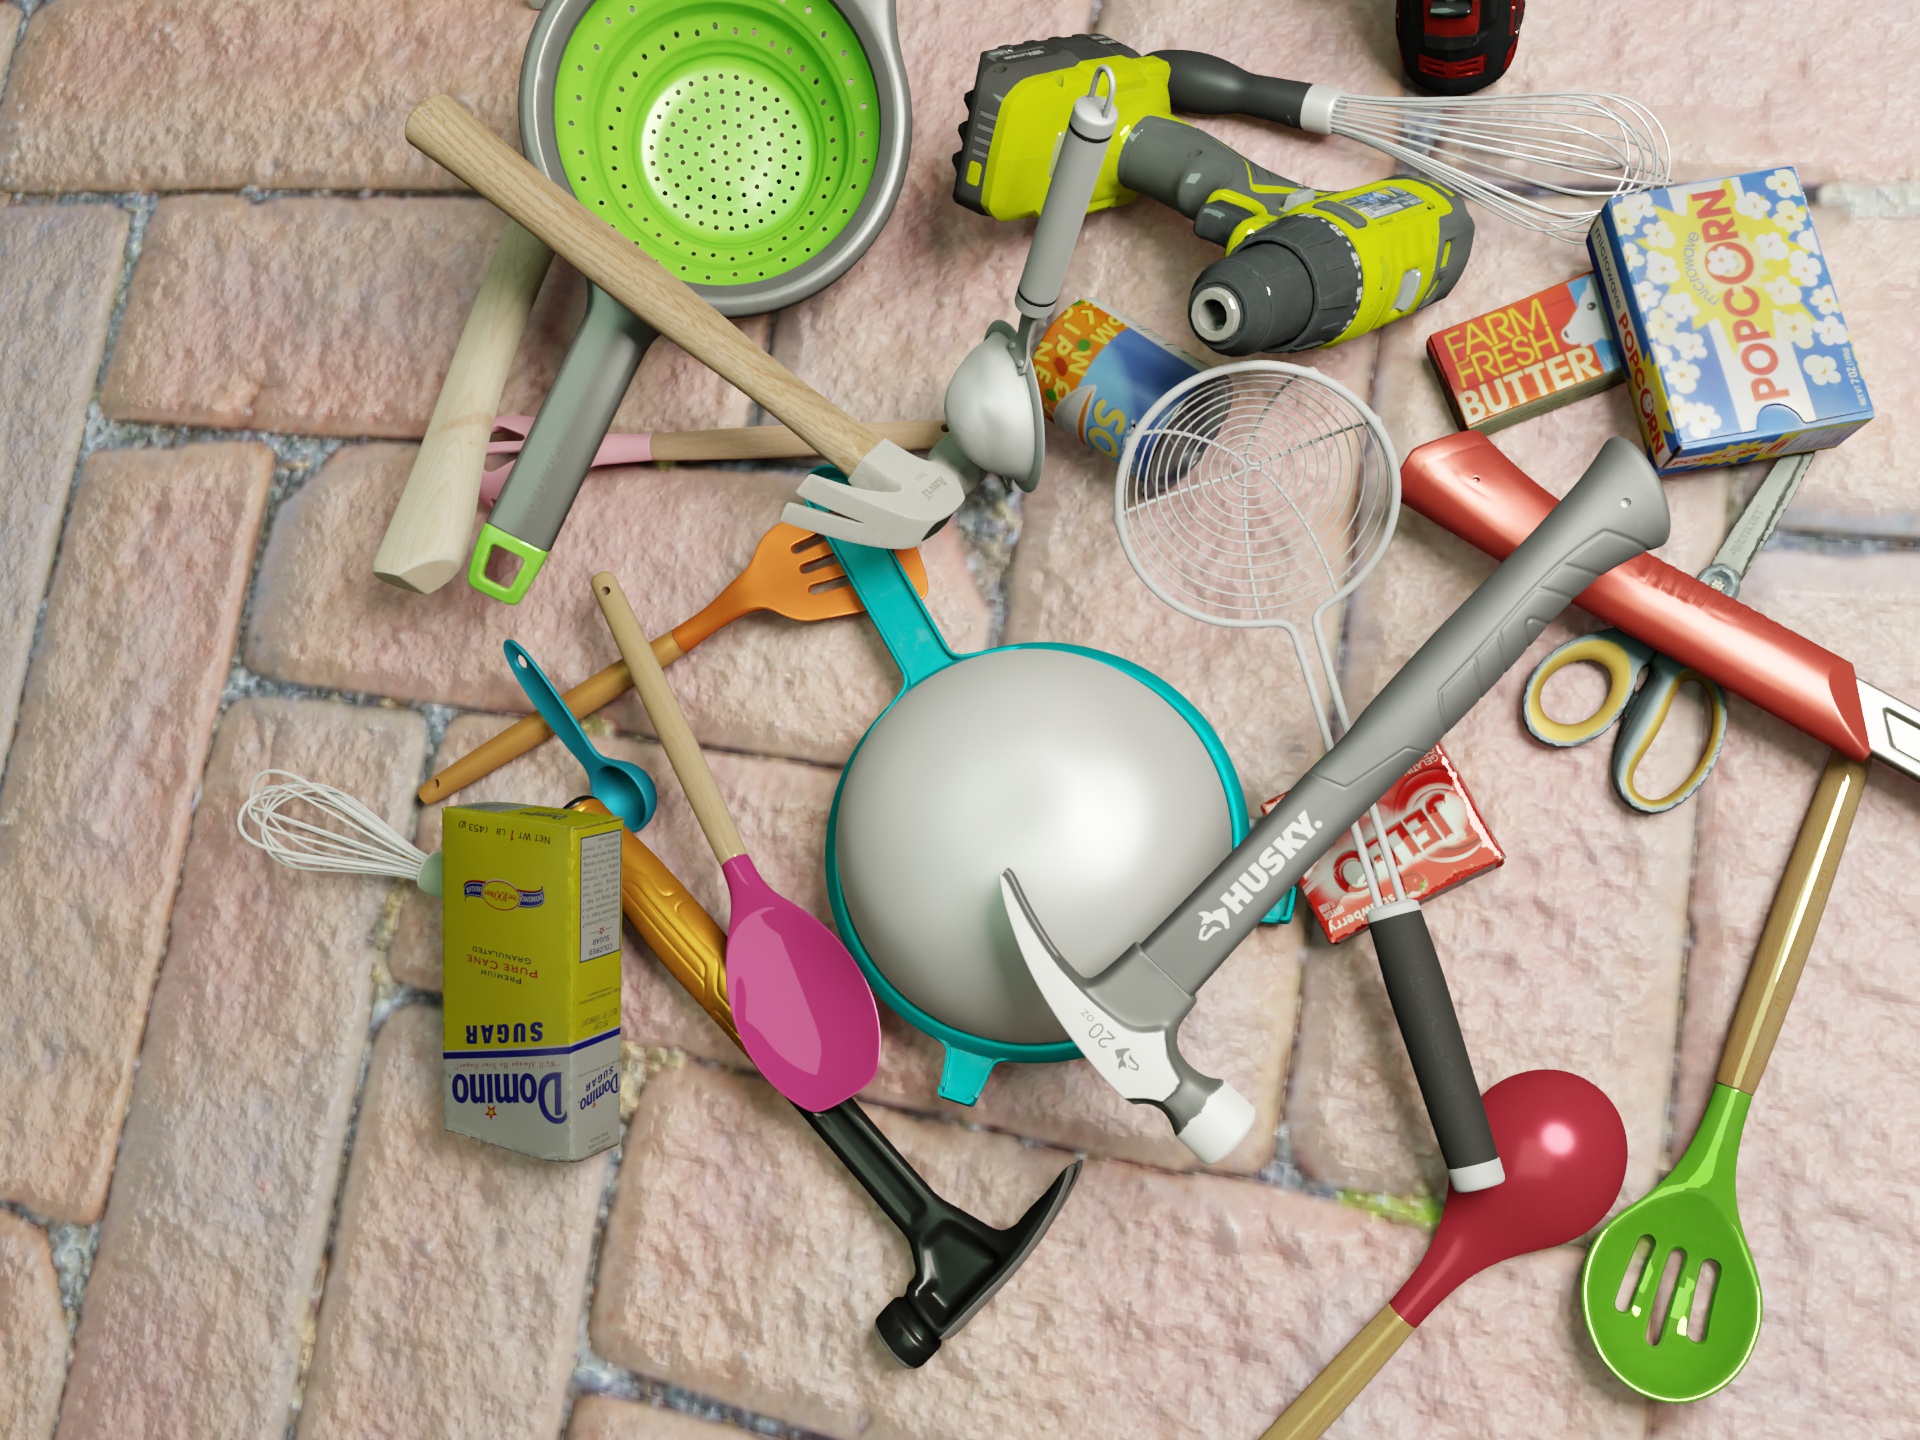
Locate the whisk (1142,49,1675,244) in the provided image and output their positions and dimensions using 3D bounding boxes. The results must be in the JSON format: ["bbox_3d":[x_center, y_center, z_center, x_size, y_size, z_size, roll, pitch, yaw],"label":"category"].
[{"bbox_3d":[0.211,-0.299,0.795,0.285,0.070,0.070,23,87,25],"label":"whisk"}]

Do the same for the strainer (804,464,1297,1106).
[{"bbox_3d":[-0.001,-0.002,0.767,0.211,0.095,0.341,-30,72,1],"label":"strainer"}]

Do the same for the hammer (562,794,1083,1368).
[{"bbox_3d":[-0.092,0.155,0.808,0.337,0.034,0.127,44,95,18],"label":"hammer"}]

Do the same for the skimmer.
[{"bbox_3d":[0.166,0.024,0.690,0.127,0.090,0.363,-18,76,16],"label":"skimmer"}]

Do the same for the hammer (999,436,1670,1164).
[{"bbox_3d":[0.162,0.015,0.658,0.146,0.035,0.335,43,94,5],"label":"hammer"}]

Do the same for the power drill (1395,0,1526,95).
[{"bbox_3d":[0.248,-0.439,0.742,0.080,0.187,0.227,10,79,19],"label":"power drill"}]

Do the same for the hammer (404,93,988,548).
[{"bbox_3d":[-0.139,-0.200,0.795,0.331,0.130,0.031,38,127,-1],"label":"hammer"}]

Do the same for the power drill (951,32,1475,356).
[{"bbox_3d":[0.108,-0.246,0.758,0.229,0.190,0.080,36,133,25],"label":"power drill"}]

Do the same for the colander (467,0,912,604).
[{"bbox_3d":[-0.168,-0.248,0.877,0.204,0.094,0.397,26,94,-8],"label":"colander"}]

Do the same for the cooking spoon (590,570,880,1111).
[{"bbox_3d":[-0.125,0.051,0.816,0.069,0.017,0.319,-31,69,5],"label":"cooking spoon"}]

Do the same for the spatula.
[{"bbox_3d":[-0.170,-0.030,0.885,0.322,0.041,0.081,-29,73,15],"label":"spatula"}]

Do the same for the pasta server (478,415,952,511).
[{"bbox_3d":[-0.144,-0.153,0.900,0.316,0.040,0.060,0,79,14],"label":"pasta server"}]

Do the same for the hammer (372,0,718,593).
[{"bbox_3d":[-0.262,-0.269,0.928,0.146,0.038,0.411,11,75,21],"label":"hammer"}]

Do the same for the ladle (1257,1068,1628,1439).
[{"bbox_3d":[0.178,0.281,0.705,0.069,0.031,0.315,42,96,22],"label":"ladle"}]

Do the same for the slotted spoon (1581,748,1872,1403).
[{"bbox_3d":[0.341,0.134,0.679,0.070,0.031,0.314,20,84,20],"label":"slotted spoon"}]

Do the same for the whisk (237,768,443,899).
[{"bbox_3d":[-0.304,0.082,0.895,0.246,0.058,0.059,17,120,16],"label":"whisk"}]

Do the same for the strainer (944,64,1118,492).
[{"bbox_3d":[0.031,-0.190,0.735,0.050,0.258,0.087,-11,61,-20],"label":"strainer"}]

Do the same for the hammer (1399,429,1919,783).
[{"bbox_3d":[0.343,-0.015,0.683,0.359,0.036,0.149,34,87,20],"label":"hammer"}]

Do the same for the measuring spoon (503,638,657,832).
[{"bbox_3d":[-0.206,0.004,0.873,0.128,0.021,0.042,53,132,4],"label":"measuring spoon"}]
